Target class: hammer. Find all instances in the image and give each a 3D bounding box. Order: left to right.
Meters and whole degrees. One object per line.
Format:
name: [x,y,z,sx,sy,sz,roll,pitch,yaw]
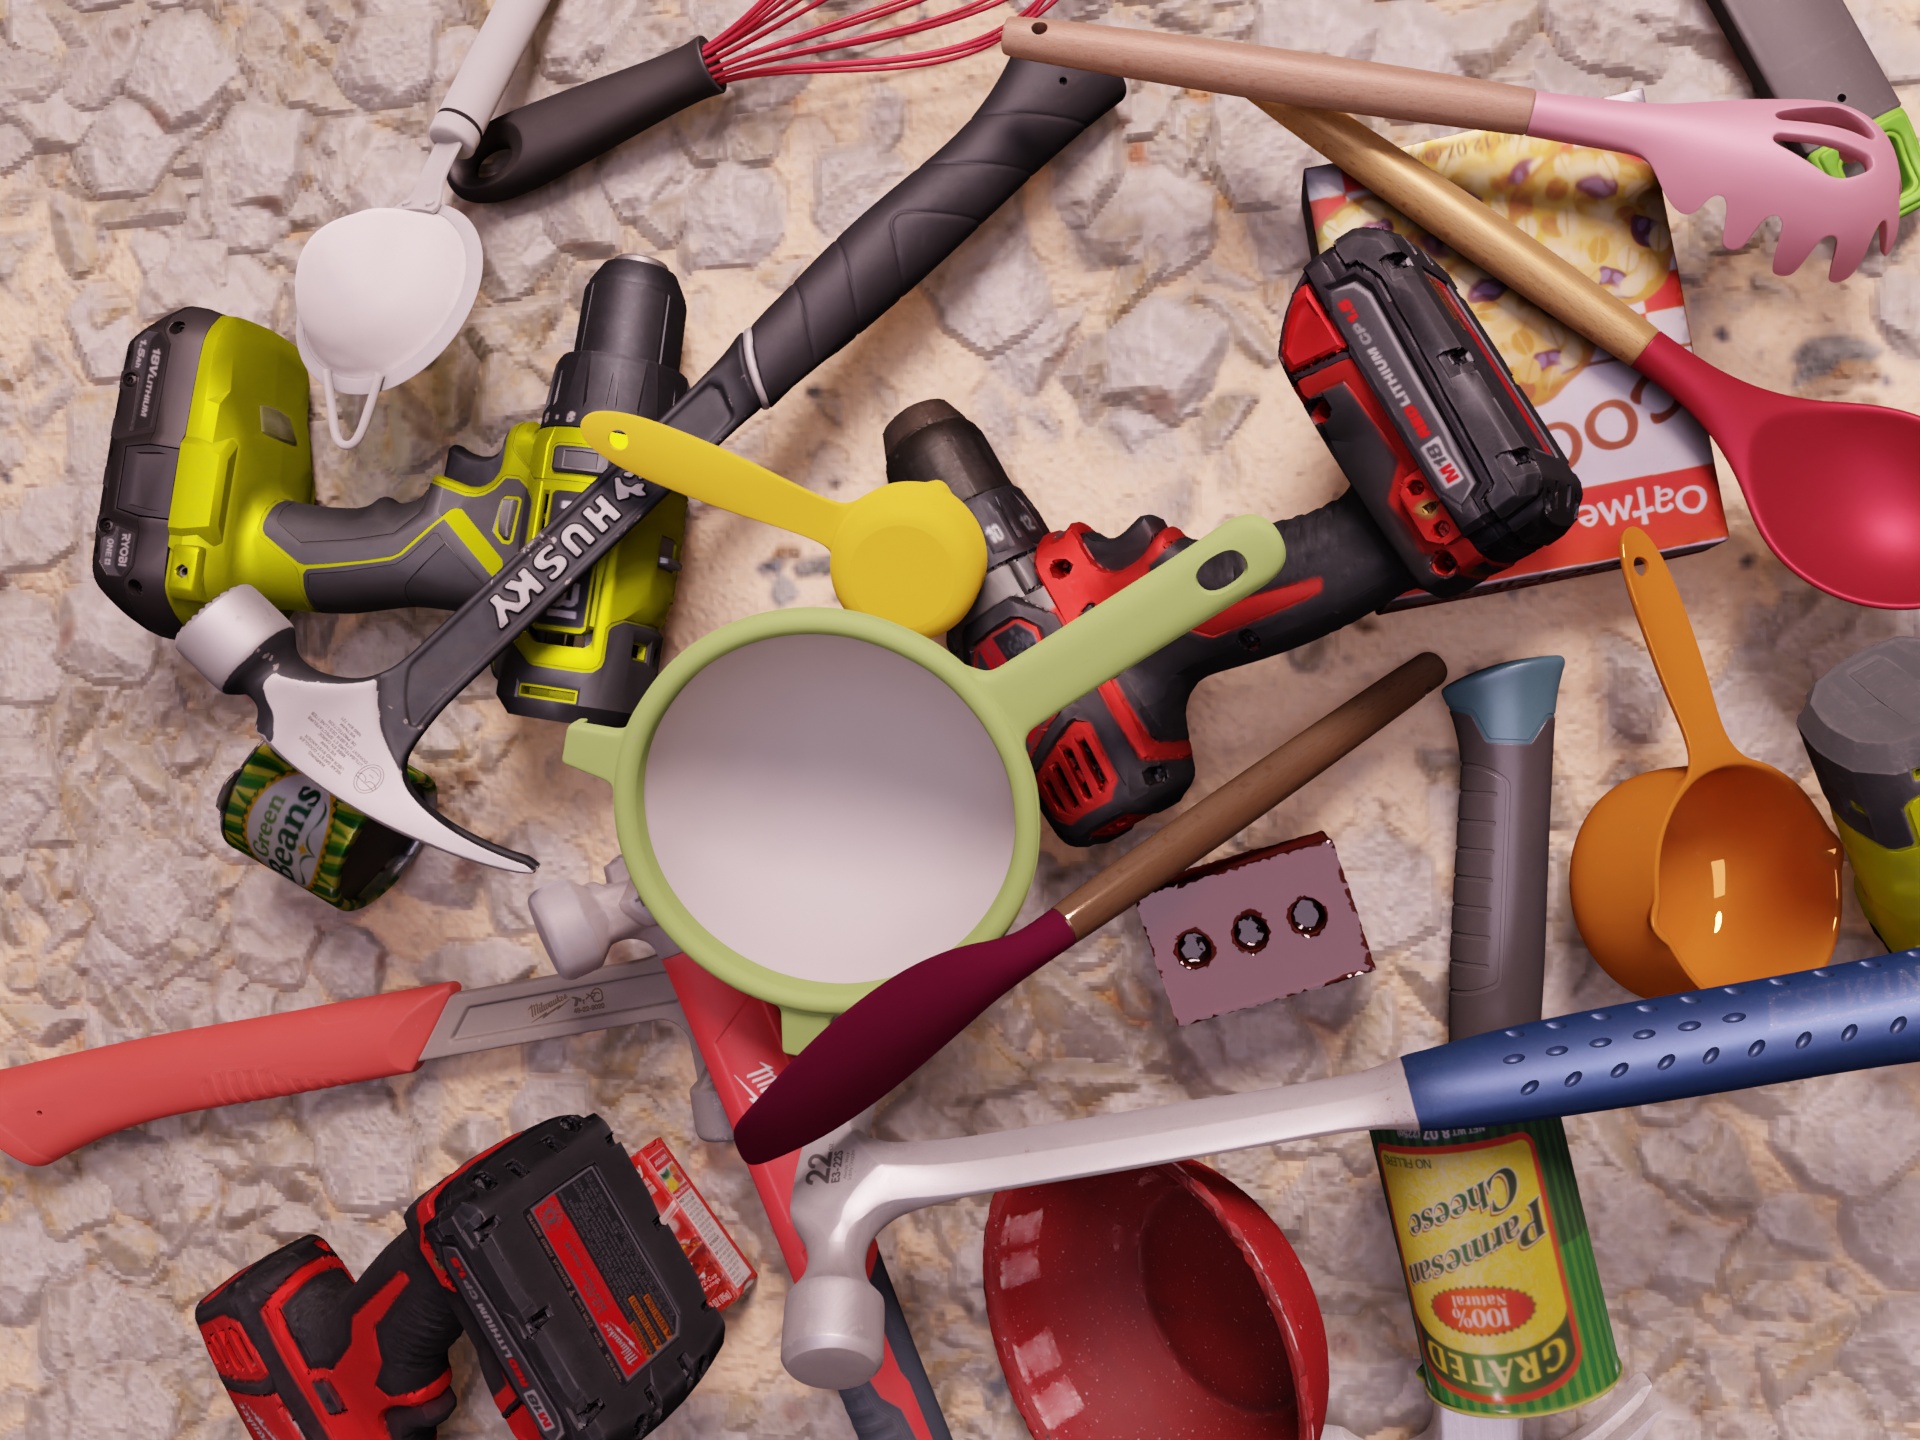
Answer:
hammer: [-0.262,0.129,0.685,0.359,0.036,0.149,-11,88,10]
hammer: [-0.088,-0.116,0.603,0.409,0.036,0.149,-44,98,-7]
hammer: [-0.032,0.219,0.632,0.143,0.038,0.386,-23,93,-20]
hammer: [0.136,0.119,0.523,0.405,0.144,0.035,-13,131,13]
hammer: [0.200,0.140,0.602,0.128,0.033,0.331,2,91,11]

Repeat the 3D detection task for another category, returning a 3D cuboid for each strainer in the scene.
strainer: [-0.207,-0.229,0.633,0.087,0.050,0.259,8,67,23]
strainer: [-0.001,-0.002,0.564,0.256,0.069,0.151,-32,102,14]

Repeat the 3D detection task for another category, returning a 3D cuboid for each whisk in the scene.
whisk: [-0.083,-0.271,0.641,0.296,0.073,0.073,-17,88,16]

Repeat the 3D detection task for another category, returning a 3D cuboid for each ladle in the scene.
ladle: [0.218,-0.145,0.558,0.315,0.031,0.069,39,89,10]

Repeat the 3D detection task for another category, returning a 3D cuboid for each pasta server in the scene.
pasta server: [0.169,-0.211,0.555,0.316,0.040,0.060,12,71,8]

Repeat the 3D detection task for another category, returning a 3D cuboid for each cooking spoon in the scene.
cooking spoon: [0.057,0.059,0.564,0.319,0.068,0.017,-33,58,-19]

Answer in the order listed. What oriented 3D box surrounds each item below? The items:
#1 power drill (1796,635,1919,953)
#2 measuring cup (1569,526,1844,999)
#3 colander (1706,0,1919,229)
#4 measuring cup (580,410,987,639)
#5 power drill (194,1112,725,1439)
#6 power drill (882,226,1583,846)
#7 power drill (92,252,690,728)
power drill: [0.407,0.009,0.524,0.223,0.080,0.171,-31,118,10]
measuring cup: [0.249,0.019,0.568,0.095,0.052,0.173,-16,88,-24]
colander: [0.245,-0.358,0.557,0.204,0.094,0.397,-27,86,10]
measuring cup: [-0.065,-0.074,0.570,0.156,0.029,0.062,22,112,-6]
power drill: [-0.205,0.255,0.632,0.219,0.078,0.143,-32,87,30]
power drill: [0.082,-0.081,0.580,0.226,0.080,0.188,-34,76,28]
power drill: [-0.222,-0.103,0.657,0.228,0.080,0.190,8,88,8]
